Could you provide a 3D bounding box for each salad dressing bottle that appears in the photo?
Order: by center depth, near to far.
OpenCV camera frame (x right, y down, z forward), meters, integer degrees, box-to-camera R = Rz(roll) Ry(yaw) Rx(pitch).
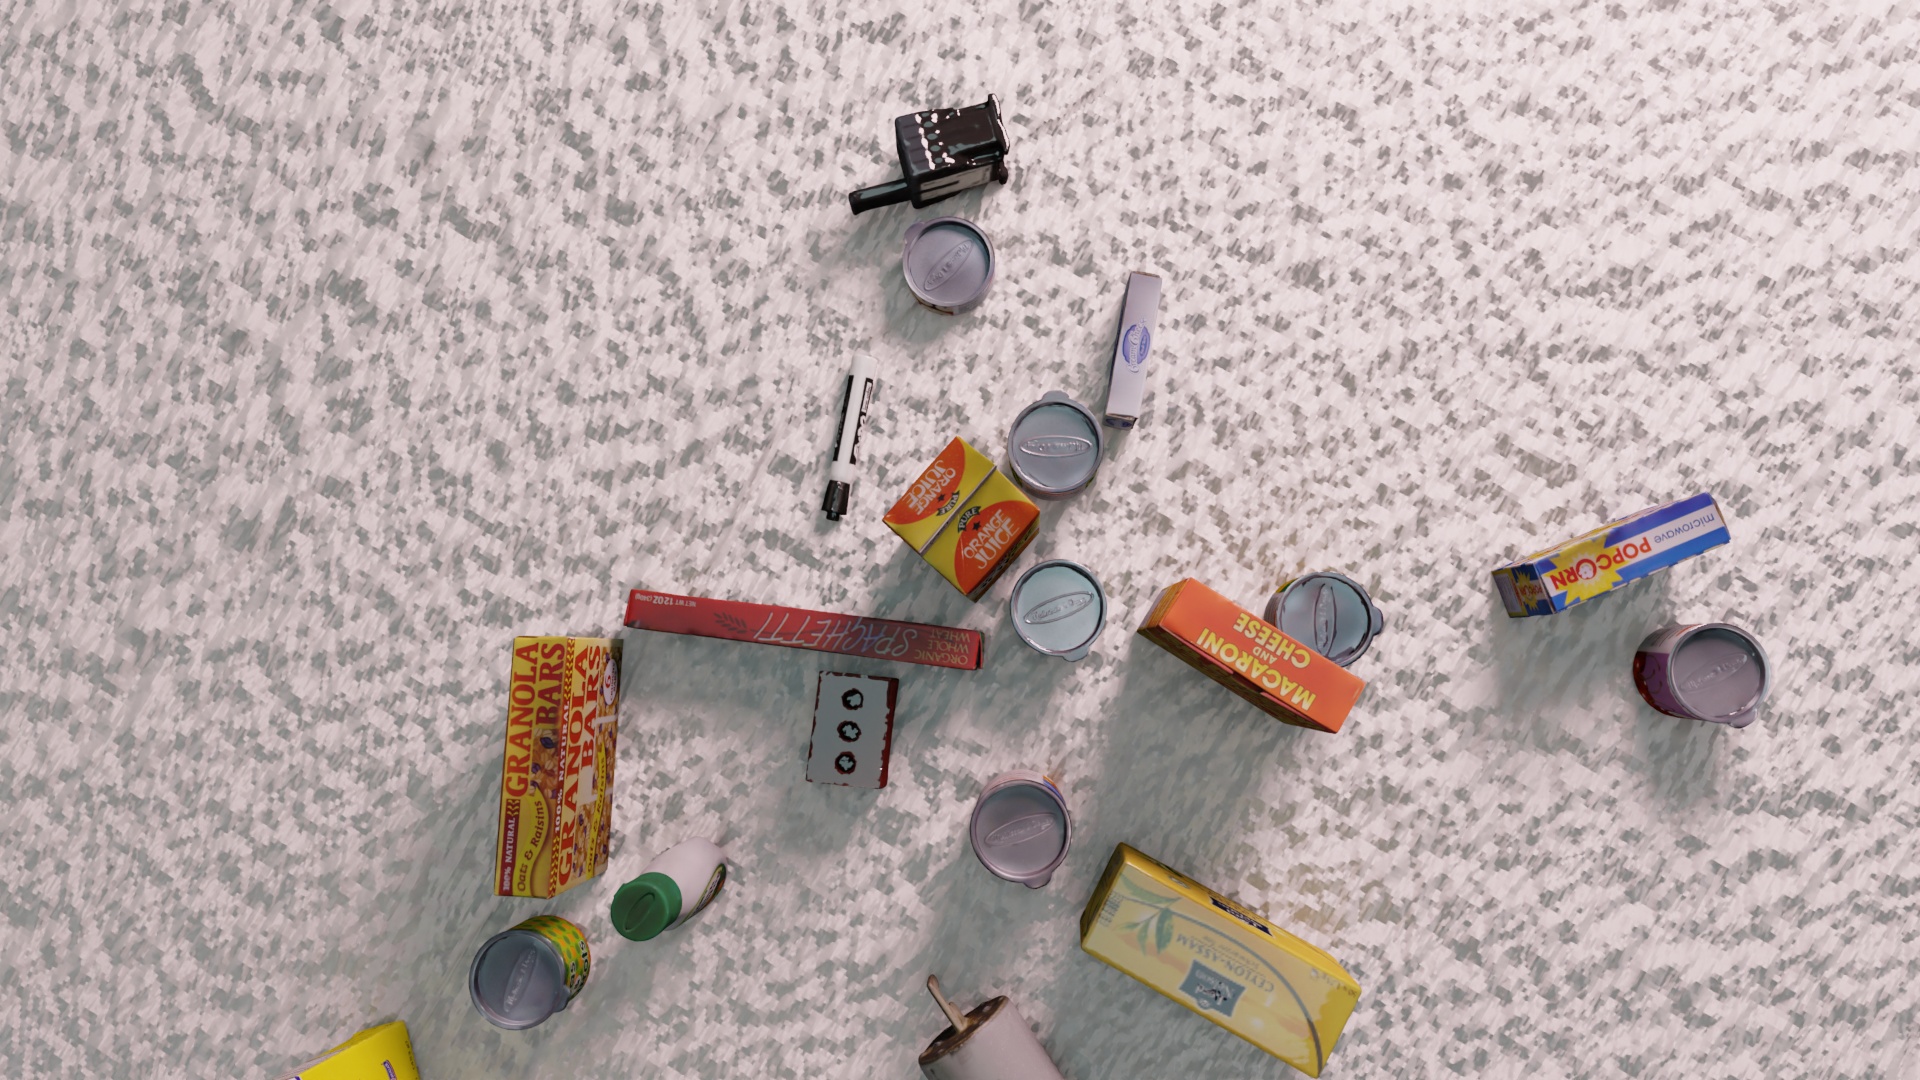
[{"bbox_3d":[-0.192,0.231,0.913,0.044,0.147,0.064,37,88,5],"label":"salad dressing bottle"}]

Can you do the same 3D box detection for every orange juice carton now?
[{"bbox_3d":[0.003,-0.011,0.904,0.073,0.192,0.072,42,88,5],"label":"orange juice carton"}]

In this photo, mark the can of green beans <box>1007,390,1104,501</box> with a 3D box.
[{"bbox_3d":[0.066,-0.063,0.974,0.071,0.058,0.071,0,85,3],"label":"can of green beans"}]

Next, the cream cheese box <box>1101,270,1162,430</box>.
[{"bbox_3d":[0.121,-0.132,0.980,0.024,0.053,0.104,10,85,4],"label":"cream cheese box"}]

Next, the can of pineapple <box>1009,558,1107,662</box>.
[{"bbox_3d":[0.067,0.049,0.963,0.071,0.058,0.071,0,85,3],"label":"can of pineapple"}]

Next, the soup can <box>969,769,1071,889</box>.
[{"bbox_3d":[0.042,0.193,0.938,0.071,0.083,0.071,0,85,3],"label":"soup can"}]

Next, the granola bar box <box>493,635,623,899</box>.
[{"bbox_3d":[-0.269,0.147,0.936,0.039,0.124,0.165,3,85,3],"label":"granola bar box"}]

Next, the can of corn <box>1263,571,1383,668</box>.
[{"bbox_3d":[0.248,0.056,0.954,0.071,0.058,0.071,0,85,3],"label":"can of corn"}]

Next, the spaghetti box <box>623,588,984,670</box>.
[{"bbox_3d":[-0.106,0.063,0.974,0.250,0.050,0.028,7,86,3],"label":"spaghetti box"}]

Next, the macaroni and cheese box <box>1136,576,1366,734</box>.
[{"bbox_3d":[0.182,0.075,0.901,0.124,0.166,0.040,32,88,5],"label":"macaroni and cheese box"}]

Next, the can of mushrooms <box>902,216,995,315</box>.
[{"bbox_3d":[-0.009,-0.199,1.002,0.071,0.033,0.071,0,85,3],"label":"can of mushrooms"}]

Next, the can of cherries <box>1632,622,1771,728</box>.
[{"bbox_3d":[0.500,0.092,0.939,0.071,0.058,0.071,0,85,3],"label":"can of cherries"}]

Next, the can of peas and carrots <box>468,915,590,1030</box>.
[{"bbox_3d":[-0.293,0.297,0.956,0.071,0.058,0.071,0,85,3],"label":"can of peas and carrots"}]

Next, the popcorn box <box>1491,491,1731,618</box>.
[{"bbox_3d":[0.435,0.011,0.936,0.127,0.085,0.038,-22,85,1],"label":"popcorn box"}]
